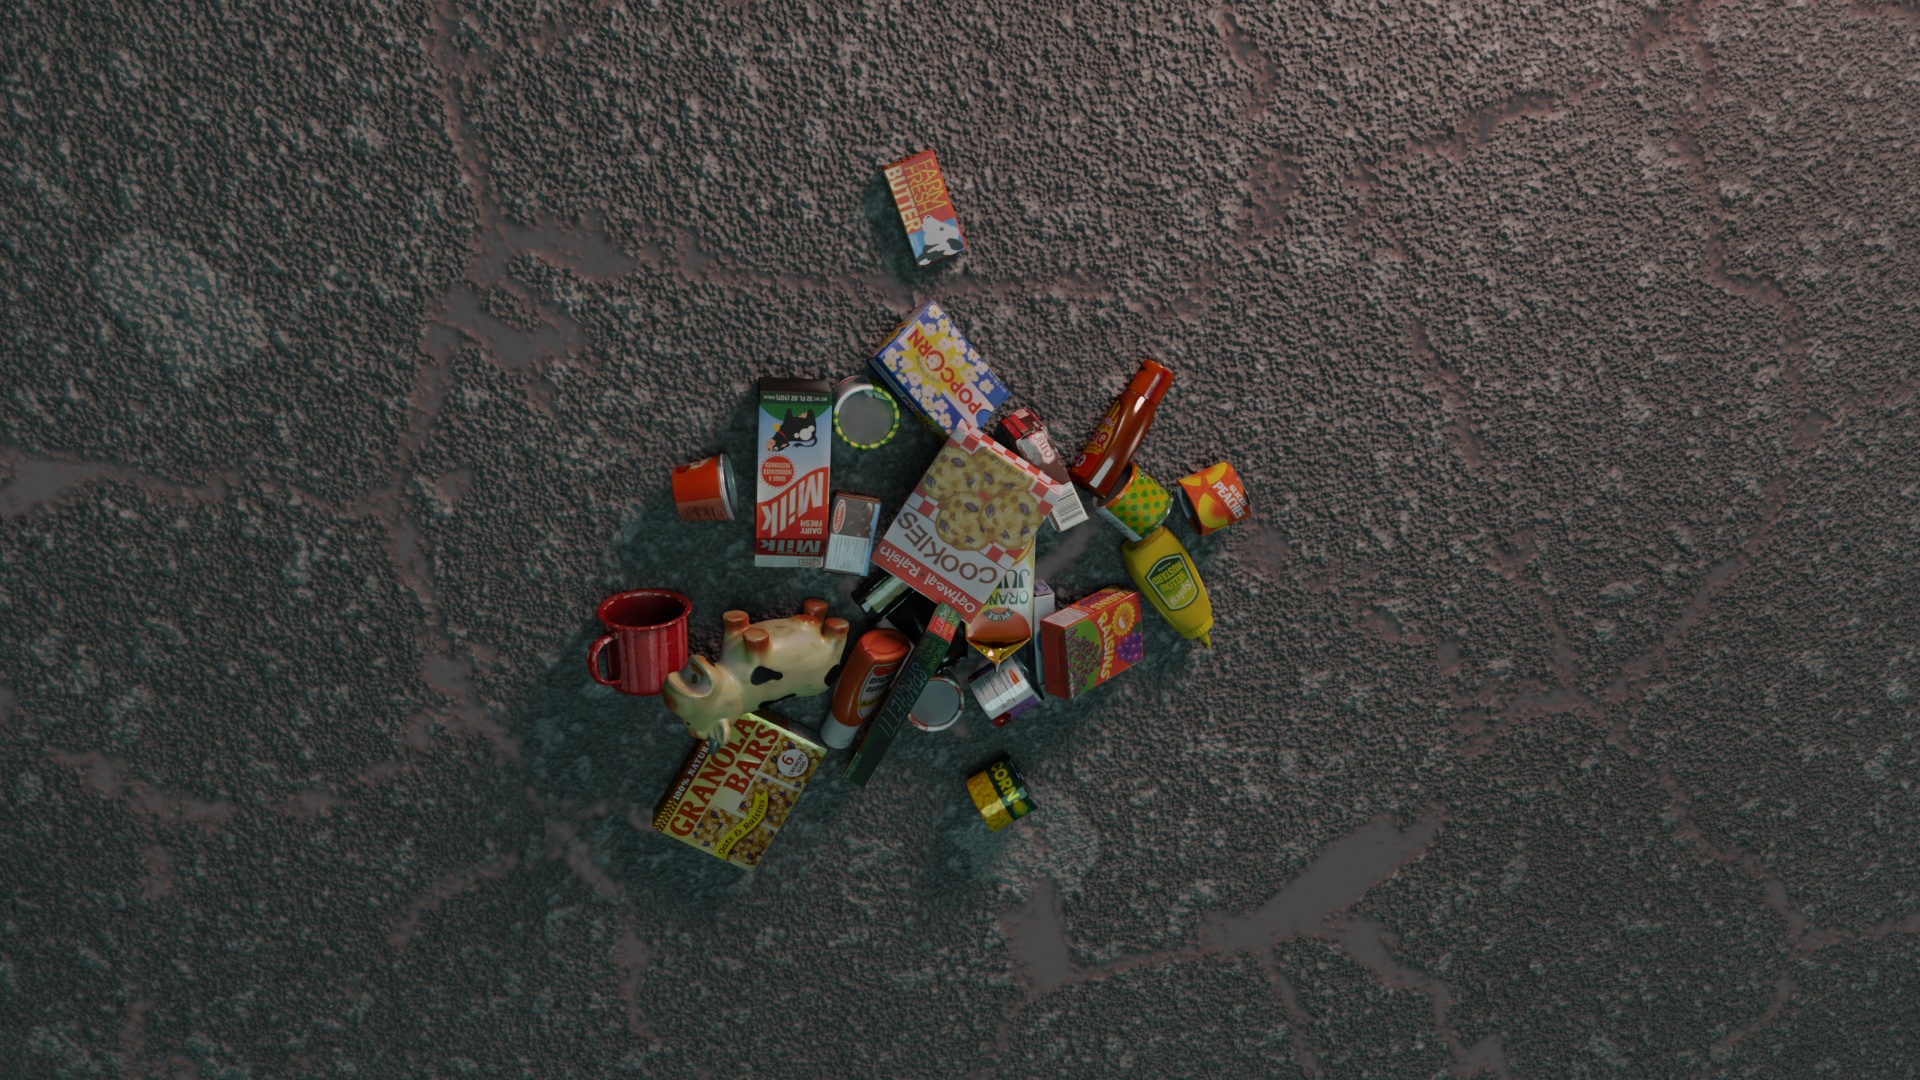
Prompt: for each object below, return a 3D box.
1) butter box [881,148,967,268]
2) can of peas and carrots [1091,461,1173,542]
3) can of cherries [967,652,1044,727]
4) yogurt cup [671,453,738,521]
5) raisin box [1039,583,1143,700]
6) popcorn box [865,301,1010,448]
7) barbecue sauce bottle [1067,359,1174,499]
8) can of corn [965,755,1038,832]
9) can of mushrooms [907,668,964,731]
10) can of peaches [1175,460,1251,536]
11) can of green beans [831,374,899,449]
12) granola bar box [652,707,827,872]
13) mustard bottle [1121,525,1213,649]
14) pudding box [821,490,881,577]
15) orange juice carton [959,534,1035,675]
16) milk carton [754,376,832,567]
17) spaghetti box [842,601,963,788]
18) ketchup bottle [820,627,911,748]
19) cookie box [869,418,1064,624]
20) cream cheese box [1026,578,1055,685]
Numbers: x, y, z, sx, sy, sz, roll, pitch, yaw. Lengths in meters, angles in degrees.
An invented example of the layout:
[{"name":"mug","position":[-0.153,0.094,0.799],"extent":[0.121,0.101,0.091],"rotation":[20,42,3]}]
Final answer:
[{"name":"butter box","position":[-0.035,-0.324,1.358],"extent":[0.053,0.024,0.103],"rotation":[-22,110,-3]},{"name":"can of peas and carrots","position":[0.182,-0.043,1.464],"extent":[0.058,0.071,0.071],"rotation":[38,98,-18]},{"name":"can of cherries","position":[0.049,0.160,1.503],"extent":[0.058,0.072,0.071],"rotation":[-34,110,5]},{"name":"yogurt cup","position":[-0.255,-0.050,1.383],"extent":[0.054,0.072,0.072],"rotation":[-9,109,1]},{"name":"raisin box","position":[0.141,0.107,1.486],"extent":[0.124,0.040,0.085],"rotation":[-23,115,-39]},{"name":"popcorn box","position":[-0.022,-0.164,1.388],"extent":[0.126,0.038,0.085],"rotation":[48,69,-19]},{"name":"barbecue sauce bottle","position":[0.168,-0.116,1.442],"extent":[0.043,0.065,0.148],"rotation":[32,90,-20]},{"name":"can of corn","position":[0.045,0.280,1.538],"extent":[0.058,0.071,0.071],"rotation":[-30,110,1]},{"name":"can of mushrooms","position":[-0.031,0.170,1.508],"extent":[0.071,0.033,0.070],"rotation":[-3,108,-9]},{"name":"can of peaches","position":[0.269,-0.044,1.477],"extent":[0.058,0.071,0.071],"rotation":[-23,110,-1]},{"name":"can of green beans","position":[-0.097,-0.129,1.390],"extent":[0.071,0.058,0.071],"rotation":[-3,108,-9]},{"name":"granola bar box","position":[-0.238,0.259,1.494],"extent":[0.124,0.039,0.165],"rotation":[29,100,-16]},{"name":"mustard bottle","position":[0.237,0.058,1.514],"extent":[0.065,0.049,0.160],"rotation":[-35,110,0]},{"name":"pudding box","position":[-0.114,-0.007,1.439],"extent":[0.050,0.030,0.083],"rotation":[8,105,-12]},{"name":"orange juice carton","position":[0.035,0.040,1.459],"extent":[0.073,0.072,0.192],"rotation":[-2,107,-9]},{"name":"milk carton","position":[-0.169,-0.063,1.389],"extent":[0.072,0.073,0.189],"rotation":[1,107,-10]},{"name":"spaghetti box","position":[-0.062,0.164,1.435],"extent":[0.029,0.050,0.248],"rotation":[28,128,-2]},{"name":"ketchup bottle","position":[-0.106,0.158,1.462],"extent":[0.065,0.043,0.148],"rotation":[-14,143,-46]},{"name":"cookie box","position":[0.005,-0.017,1.377],"extent":[0.123,0.040,0.167],"rotation":[34,109,-3]},{"name":"cream cheese box","position":[0.086,0.097,1.496],"extent":[0.024,0.053,0.103],"rotation":[-7,108,-9]}]
